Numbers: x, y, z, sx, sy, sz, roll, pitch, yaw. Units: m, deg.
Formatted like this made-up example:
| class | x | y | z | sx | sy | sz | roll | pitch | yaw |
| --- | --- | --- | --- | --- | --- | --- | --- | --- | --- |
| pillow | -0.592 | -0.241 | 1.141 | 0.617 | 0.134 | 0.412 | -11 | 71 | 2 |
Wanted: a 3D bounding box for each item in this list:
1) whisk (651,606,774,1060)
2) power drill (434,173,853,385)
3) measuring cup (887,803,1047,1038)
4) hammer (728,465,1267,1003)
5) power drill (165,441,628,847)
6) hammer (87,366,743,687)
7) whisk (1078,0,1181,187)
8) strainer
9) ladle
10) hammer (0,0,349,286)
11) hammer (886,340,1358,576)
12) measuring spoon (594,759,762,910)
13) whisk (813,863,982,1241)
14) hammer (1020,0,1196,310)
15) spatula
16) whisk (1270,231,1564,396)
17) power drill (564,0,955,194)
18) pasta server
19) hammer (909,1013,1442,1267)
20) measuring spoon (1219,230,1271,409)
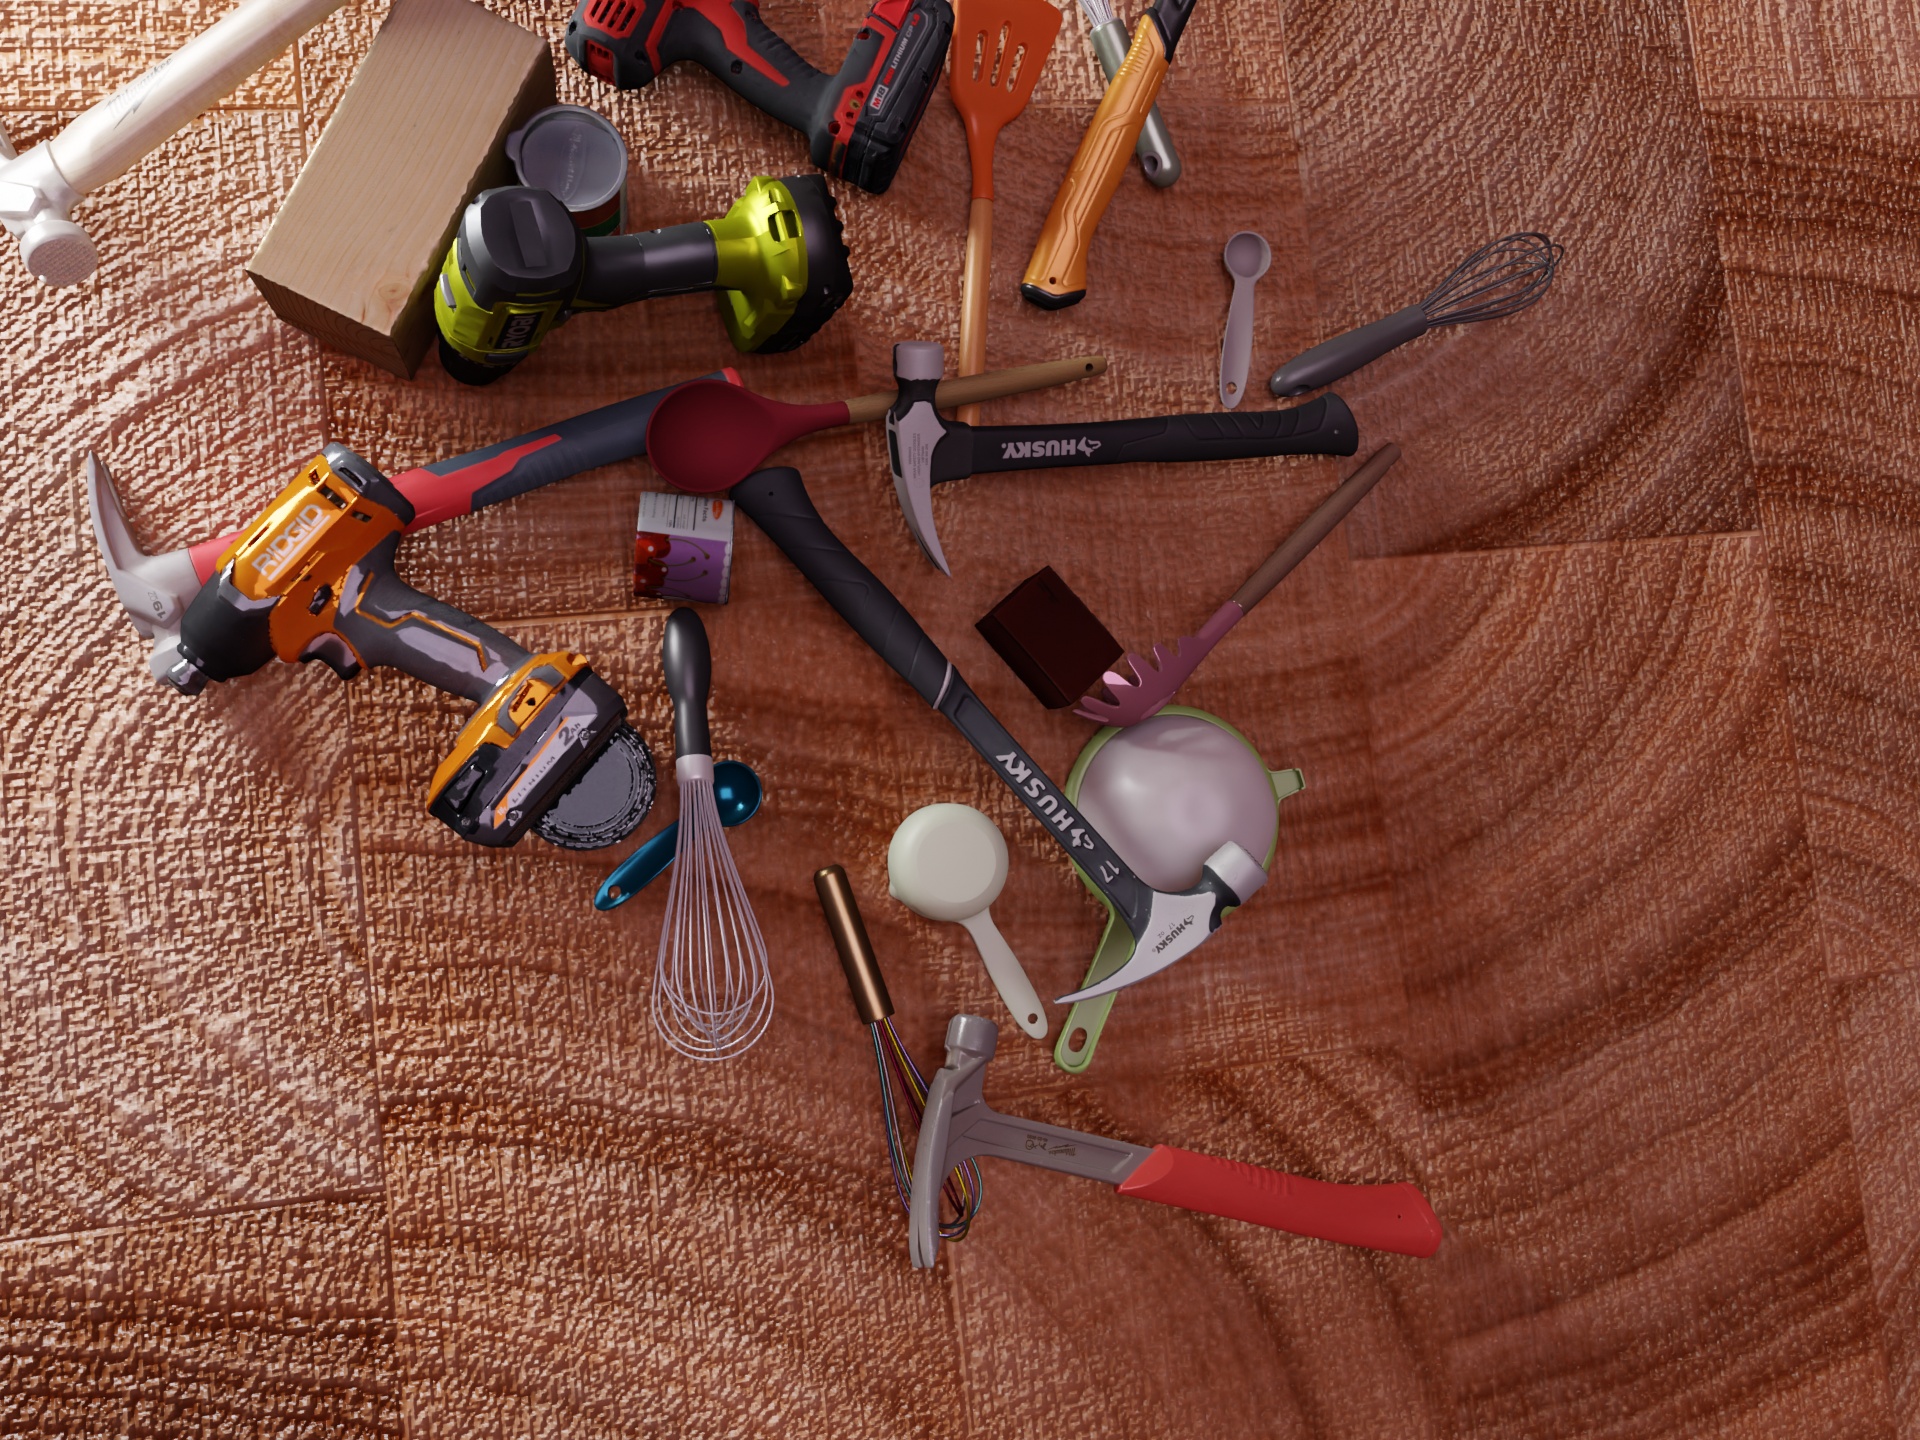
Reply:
| class | x | y | z | sx | sy | sz | roll | pitch | yaw |
| --- | --- | --- | --- | --- | --- | --- | --- | --- | --- |
| whisk | -0.158 | 0.062 | 0.956 | 0.070 | 0.070 | 0.285 | -4 | 69 | -12 |
| power drill | -0.198 | -0.257 | 0.950 | 0.228 | 0.190 | 0.080 | -14 | 87 | -27 |
| measuring cup | 0.015 | 0.129 | 1.013 | 0.083 | 0.038 | 0.167 | -29 | 89 | -13 |
| hammer | -0.002 | -0.003 | 0.991 | 0.149 | 0.036 | 0.409 | -42 | 83 | -4 |
| power drill | -0.322 | -0.027 | 0.902 | 0.226 | 0.084 | 0.164 | 41 | 79 | -3 |
| hammer | -0.320 | -0.155 | 0.974 | 0.386 | 0.038 | 0.143 | -22 | 88 | -13 |
| whisk | 0.097 | -0.482 | 1.091 | 0.059 | 0.058 | 0.246 | -26 | 95 | -34 |
| strainer | 0.125 | 0.108 | 1.022 | 0.151 | 0.069 | 0.256 | 26 | 78 | -8 |
| ladle | -0.048 | -0.202 | 1.015 | 0.315 | 0.031 | 0.069 | -14 | 110 | -18 |
| hammer | -0.390 | -0.419 | 0.919 | 0.410 | 0.038 | 0.146 | -35 | 71 | 0 |
| hammer | 0.114 | -0.179 | 1.053 | 0.334 | 0.035 | 0.146 | -6 | 111 | -19 |
| measuring spoon | -0.176 | 0.075 | 0.994 | 0.128 | 0.021 | 0.042 | -41 | 76 | -4 |
| whisk | -0.040 | 0.206 | 0.993 | 0.051 | 0.047 | 0.245 | -19 | 85 | -12 |
| hammer | 0.114 | -0.436 | 1.058 | 0.127 | 0.034 | 0.337 | 23 | 93 | -9 |
| spatula | 0.016 | -0.325 | 1.059 | 0.081 | 0.041 | 0.323 | 6 | 84 | -26 |
| whisk | 0.321 | -0.282 | 1.116 | 0.239 | 0.055 | 0.055 | -27 | 90 | -9 |
| power drill | -0.120 | -0.465 | 1.029 | 0.226 | 0.080 | 0.188 | 24 | 80 | -6 |
| pasta server | 0.194 | -0.096 | 1.060 | 0.040 | 0.060 | 0.316 | 44 | 68 | 7 |
| hammer | 0.143 | 0.298 | 0.998 | 0.359 | 0.036 | 0.149 | 18 | 67 | -17 |
| measuring spoon | 0.192 | -0.277 | 1.107 | 0.034 | 0.018 | 0.124 | 7 | 90 | -11 |
